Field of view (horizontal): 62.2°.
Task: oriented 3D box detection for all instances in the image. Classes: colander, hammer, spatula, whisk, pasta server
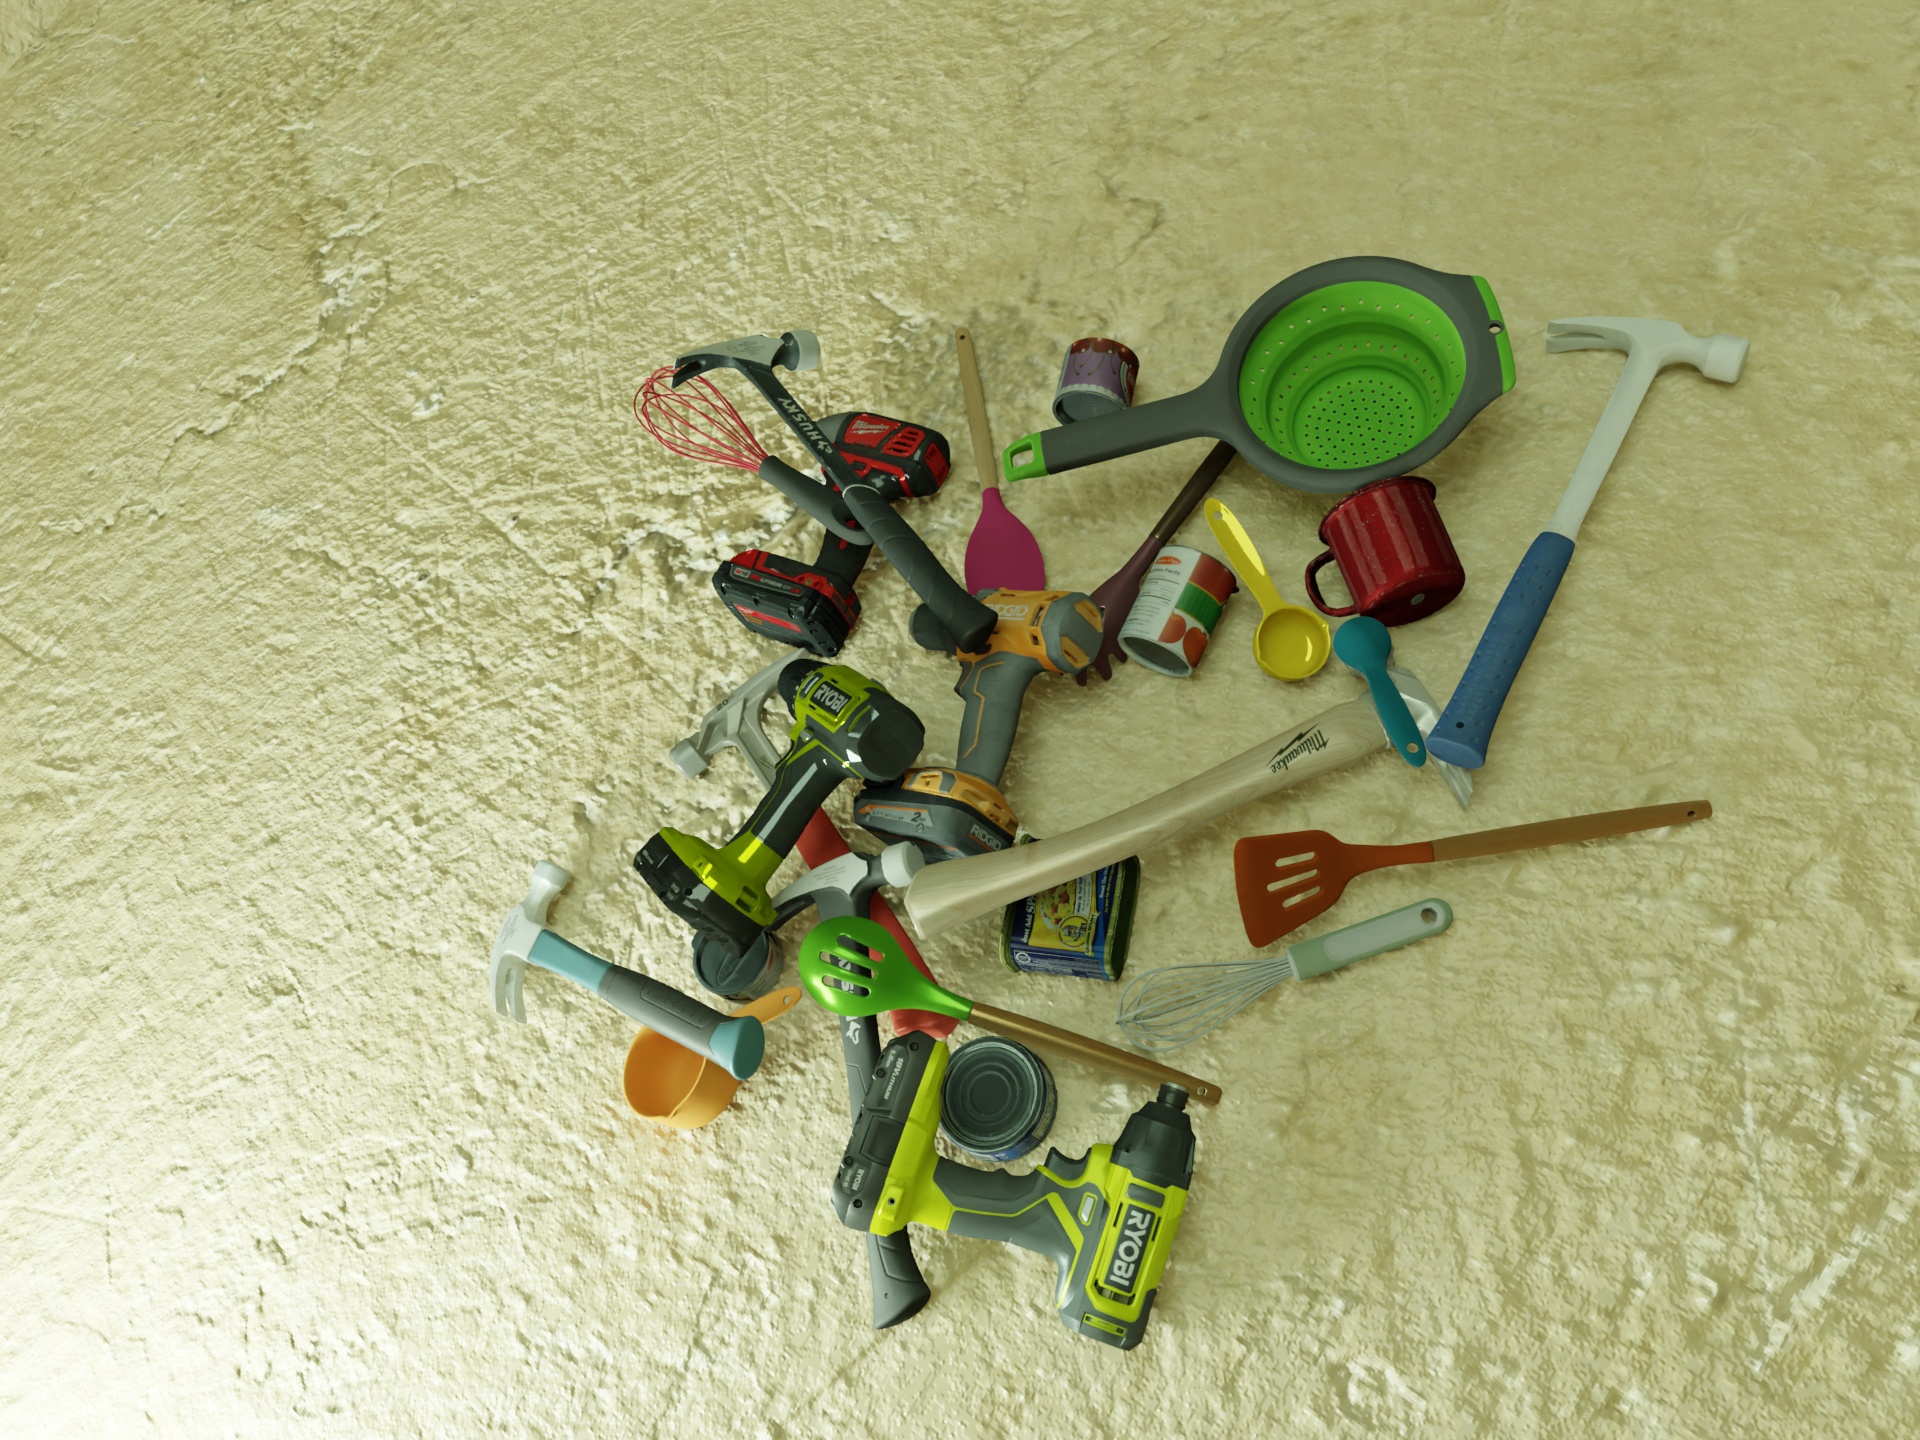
[{"bbox_3d":[0.233,-0.237,1.274,0.397,0.094,0.205,-13,66,15],"label":"colander"},{"bbox_3d":[0.437,-0.142,1.168,0.144,0.035,0.405,21,69,28],"label":"hammer"},{"bbox_3d":[-0.099,0.102,1.272,0.149,0.036,0.359,-38,58,0],"label":"hammer"},{"bbox_3d":[0.349,0.089,1.088,0.322,0.041,0.081,-10,102,7],"label":"spatula"},{"bbox_3d":[-0.178,-0.228,1.371,0.296,0.073,0.073,35,81,26],"label":"whisk"},{"bbox_3d":[0.224,0.172,1.110,0.246,0.059,0.058,-20,72,5],"label":"whisk"},{"bbox_3d":[0.158,0.072,1.141,0.410,0.038,0.146,-22,59,-5],"label":"hammer"},{"bbox_3d":[0.177,-0.163,1.305,0.060,0.040,0.316,29,74,30],"label":"pasta server"},{"bbox_3d":[-0.073,0.265,1.157,0.146,0.035,0.335,-19,68,25],"label":"hammer"},{"bbox_3d":[-0.095,-0.196,1.303,0.149,0.036,0.409,-14,51,-33],"label":"hammer"},{"bbox_3d":[-0.264,0.205,1.236,0.331,0.033,0.128,14,73,43],"label":"hammer"}]

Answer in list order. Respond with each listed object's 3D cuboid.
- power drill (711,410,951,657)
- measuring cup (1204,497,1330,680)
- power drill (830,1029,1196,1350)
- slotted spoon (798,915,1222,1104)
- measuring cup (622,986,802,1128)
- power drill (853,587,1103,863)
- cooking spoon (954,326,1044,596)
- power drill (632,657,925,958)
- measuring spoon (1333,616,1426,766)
[{"bbox_3d":[-0.116,-0.176,1.393,0.143,0.078,0.220,20,71,27],"label":"power drill"},{"bbox_3d":[0.227,-0.100,1.220,0.062,0.029,0.156,-27,81,-7],"label":"measuring cup"},{"bbox_3d":[0.040,0.298,1.068,0.223,0.080,0.171,19,76,5],"label":"power drill"},{"bbox_3d":[0.032,0.211,1.117,0.314,0.031,0.070,18,82,6],"label":"slotted spoon"},{"bbox_3d":[-0.175,0.247,1.200,0.173,0.052,0.095,-30,49,20],"label":"measuring cup"},{"bbox_3d":[-0.002,-0.004,1.252,0.185,0.084,0.226,7,67,45],"label":"power drill"},{"bbox_3d":[0.023,-0.221,1.393,0.069,0.017,0.319,-15,61,12],"label":"cooking spoon"},{"bbox_3d":[-0.144,0.053,1.229,0.228,0.080,0.191,-51,32,-6],"label":"power drill"},{"bbox_3d":[0.305,-0.025,1.140,0.042,0.021,0.129,-16,59,-1],"label":"measuring spoon"}]
